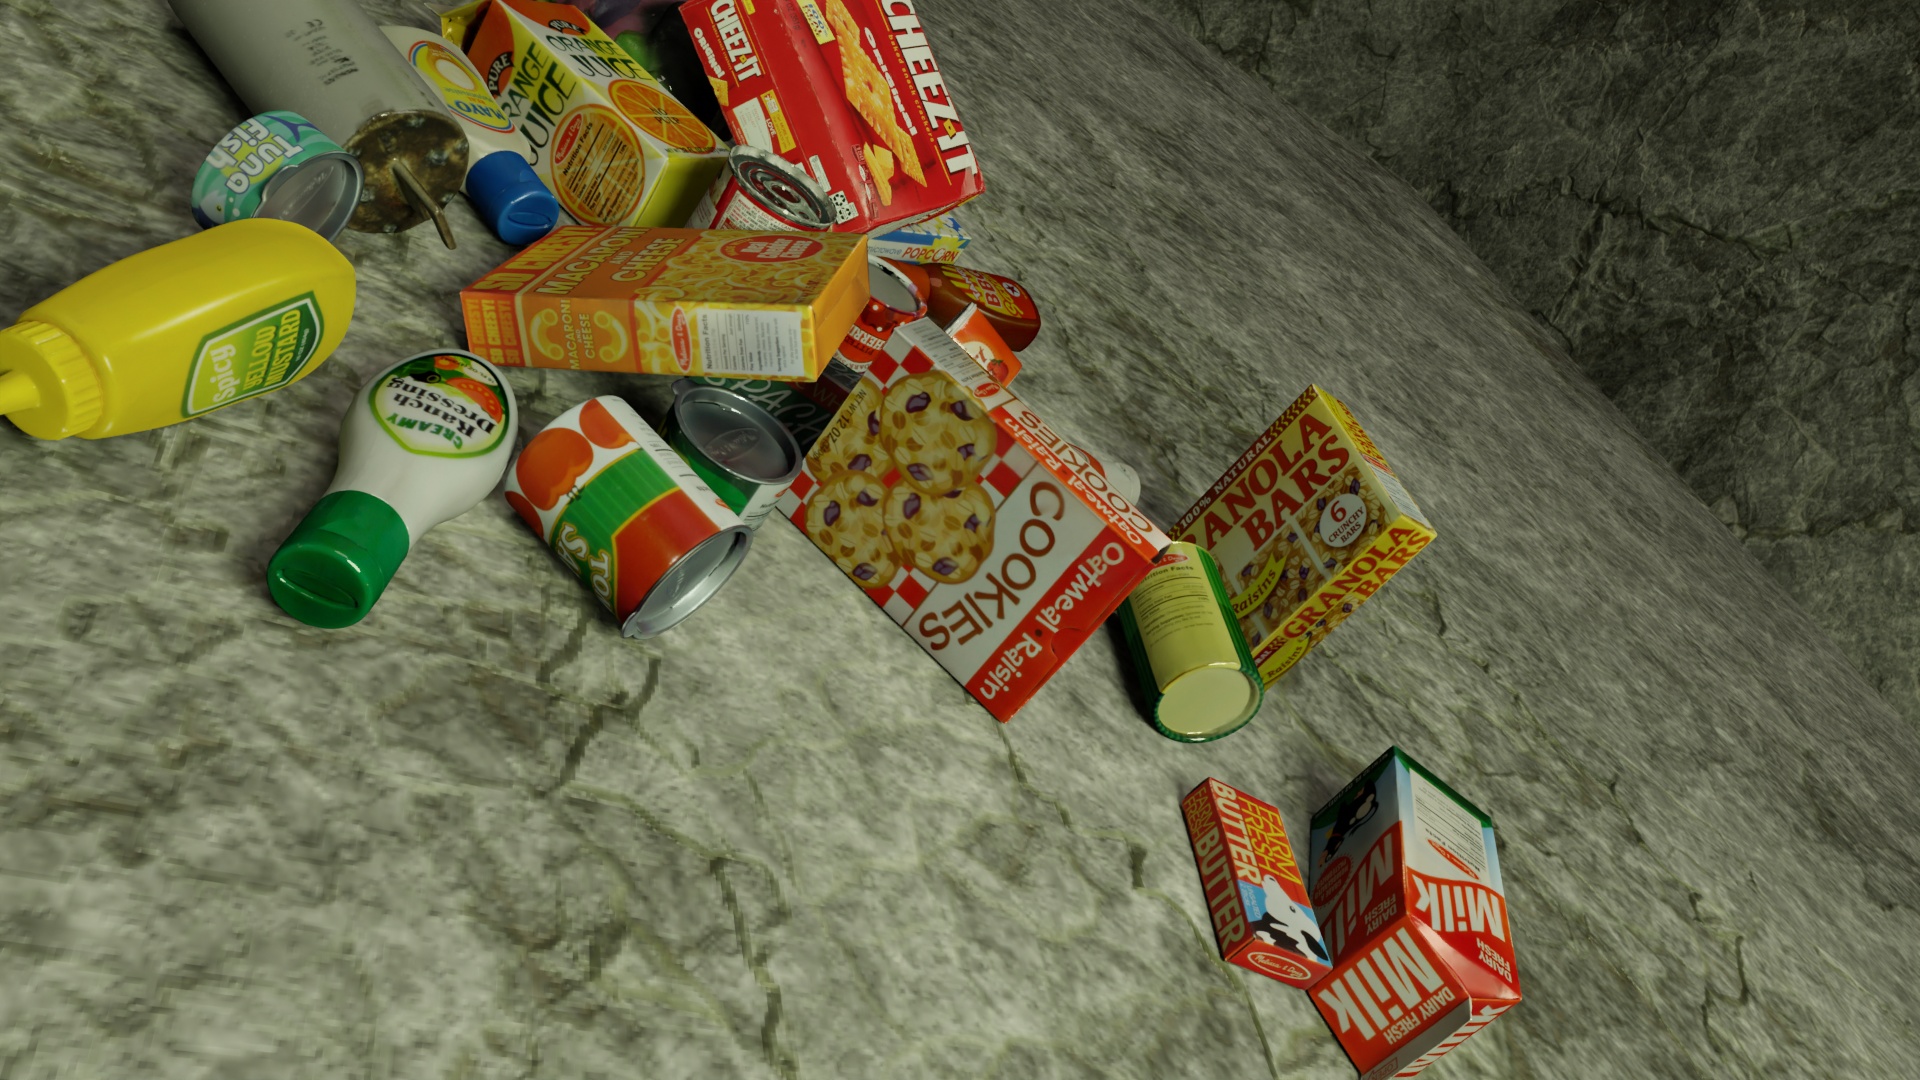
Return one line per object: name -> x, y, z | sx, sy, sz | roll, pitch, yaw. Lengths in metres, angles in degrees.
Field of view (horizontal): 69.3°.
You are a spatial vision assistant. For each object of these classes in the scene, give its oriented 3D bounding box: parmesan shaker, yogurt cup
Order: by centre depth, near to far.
parmesan shaker -> 0.127, 0.059, 0.804 | 0.071, 0.071, 0.103 | 24, 33, -26
yogurt cup -> 0.003, -0.114, 0.908 | 0.054, 0.072, 0.073 | 44, 27, -9

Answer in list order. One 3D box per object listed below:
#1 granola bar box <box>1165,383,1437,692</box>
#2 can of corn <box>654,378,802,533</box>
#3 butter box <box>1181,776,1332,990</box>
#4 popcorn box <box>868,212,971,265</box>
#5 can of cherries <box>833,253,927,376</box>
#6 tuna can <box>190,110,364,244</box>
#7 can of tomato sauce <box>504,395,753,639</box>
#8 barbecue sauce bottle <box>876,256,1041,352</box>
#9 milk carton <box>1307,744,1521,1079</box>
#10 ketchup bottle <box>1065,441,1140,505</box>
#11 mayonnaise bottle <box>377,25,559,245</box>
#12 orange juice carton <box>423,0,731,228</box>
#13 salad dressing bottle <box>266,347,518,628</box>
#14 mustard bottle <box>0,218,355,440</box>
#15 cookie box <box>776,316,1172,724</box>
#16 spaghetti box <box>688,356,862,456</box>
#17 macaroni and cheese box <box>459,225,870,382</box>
granola bar box -> 0.194, 0.005, 0.852 | 0.039, 0.165, 0.125 | 22, 32, -34
can of corn -> -0.119, -0.032, 0.650 | 0.071, 0.058, 0.071 | 29, 30, -18
butter box -> 0.148, 0.172, 0.703 | 0.053, 0.024, 0.104 | 26, 31, -24
popcorn box -> -0.061, -0.245, 1.049 | 0.085, 0.038, 0.127 | 50, 30, 19
can of cherries -> -0.063, -0.139, 0.872 | 0.071, 0.058, 0.072 | 29, 29, -18
tuna can -> -0.297, -0.152, 0.604 | 0.033, 0.070, 0.071 | 38, 28, 1
can of tomato sauce -> -0.141, -0.009, 0.586 | 0.083, 0.071, 0.071 | 44, 28, 11
barbecue sauce bottle -> -0.009, -0.173, 1.000 | 0.149, 0.043, 0.065 | 3, 45, -47
milk carton -> 0.229, 0.197, 0.713 | 0.073, 0.072, 0.191 | 37, 27, -4
ketchup bottle -> 0.055, -0.040, 0.882 | 0.149, 0.043, 0.065 | 8, 41, -45
mayonnaise bottle -> -0.273, -0.224, 0.766 | 0.148, 0.041, 0.065 | 50, 28, 21
orange juice carton -> -0.234, -0.260, 0.832 | 0.193, 0.072, 0.072 | 43, 28, 9
salad dressing bottle -> -0.217, -0.023, 0.537 | 0.064, 0.043, 0.148 | 26, 31, -14
mustard bottle -> -0.293, -0.070, 0.502 | 0.049, 0.065, 0.161 | 35, 34, 4
cookie box -> 0.002, -0.009, 0.691 | 0.167, 0.122, 0.040 | 43, 29, 8
spaghetti box -> -0.035, -0.047, 0.779 | 0.250, 0.050, 0.029 | 33, 27, -11
macaroni and cheese box -> -0.138, -0.119, 0.685 | 0.166, 0.040, 0.124 | 3, 28, 8
